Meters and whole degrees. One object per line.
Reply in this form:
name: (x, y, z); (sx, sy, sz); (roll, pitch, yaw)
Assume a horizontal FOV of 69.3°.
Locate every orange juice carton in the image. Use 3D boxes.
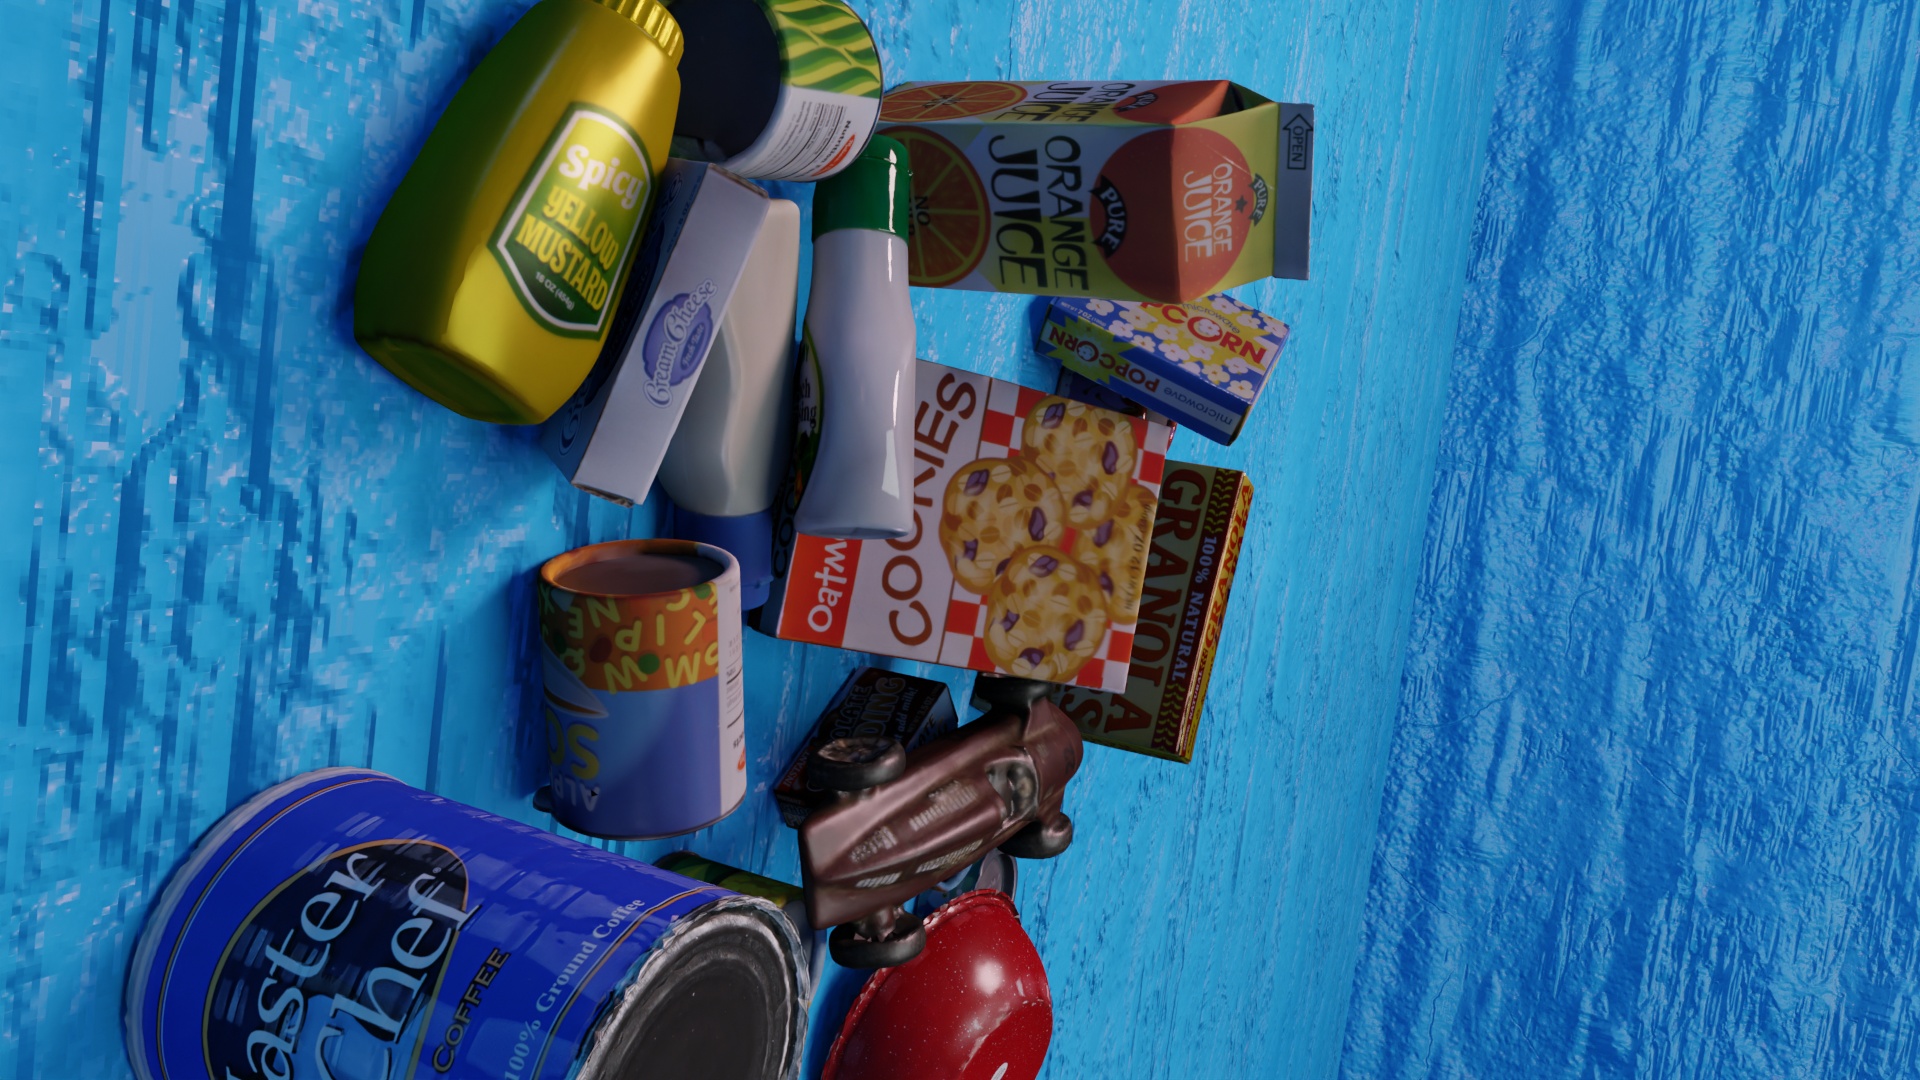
orange juice carton: (0.048, -0.145, 0.570); (0.073, 0.193, 0.071); (-48, 139, -49)

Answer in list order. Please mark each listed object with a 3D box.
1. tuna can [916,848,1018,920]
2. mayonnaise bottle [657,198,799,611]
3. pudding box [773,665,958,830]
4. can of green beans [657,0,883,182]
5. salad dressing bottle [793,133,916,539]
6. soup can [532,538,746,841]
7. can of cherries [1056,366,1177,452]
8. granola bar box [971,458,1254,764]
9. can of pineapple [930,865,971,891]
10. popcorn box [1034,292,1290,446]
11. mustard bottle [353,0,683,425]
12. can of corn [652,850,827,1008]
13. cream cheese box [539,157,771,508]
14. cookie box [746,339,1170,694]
tuna can: (0.004, 0.201, 0.787); (0.071, 0.033, 0.070); (-34, 129, -56)
mayonnaise bottle: (-0.086, -0.049, 0.503); (0.065, 0.041, 0.147); (-31, 128, -66)
pudding box: (-0.042, 0.098, 0.635); (0.084, 0.049, 0.030); (-54, 143, -42)
can of green beans: (-0.069, -0.156, 0.470); (0.058, 0.071, 0.071); (-22, 119, -60)
salad dressing bottle: (-0.038, -0.075, 0.519); (0.064, 0.044, 0.147); (143, -52, -79)
soup can: (-0.109, 0.048, 0.465); (0.071, 0.071, 0.083); (-28, 123, -59)
can of cherries: (0.097, -0.082, 0.850); (0.072, 0.058, 0.071); (-33, 127, -57)
granola bar box: (0.088, 0.032, 0.795); (0.039, 0.124, 0.166); (40, 63, -63)
can of pineapple: (-0.025, 0.133, 0.674); (0.071, 0.058, 0.070); (-35, 130, -57)
popcorn box: (0.118, -0.116, 0.800); (0.085, 0.127, 0.038); (-55, 170, -41)
mustard bottle: (-0.117, -0.114, 0.404); (0.065, 0.049, 0.160); (45, 59, -56)
can of corn: (-0.094, 0.162, 0.540); (0.071, 0.058, 0.071); (-33, 128, -57)
cream cheese box: (-0.096, -0.066, 0.431); (0.024, 0.053, 0.103); (22, 95, -31)
cookie box: (0.002, -0.007, 0.597); (0.167, 0.040, 0.123); (12, 87, -27)
